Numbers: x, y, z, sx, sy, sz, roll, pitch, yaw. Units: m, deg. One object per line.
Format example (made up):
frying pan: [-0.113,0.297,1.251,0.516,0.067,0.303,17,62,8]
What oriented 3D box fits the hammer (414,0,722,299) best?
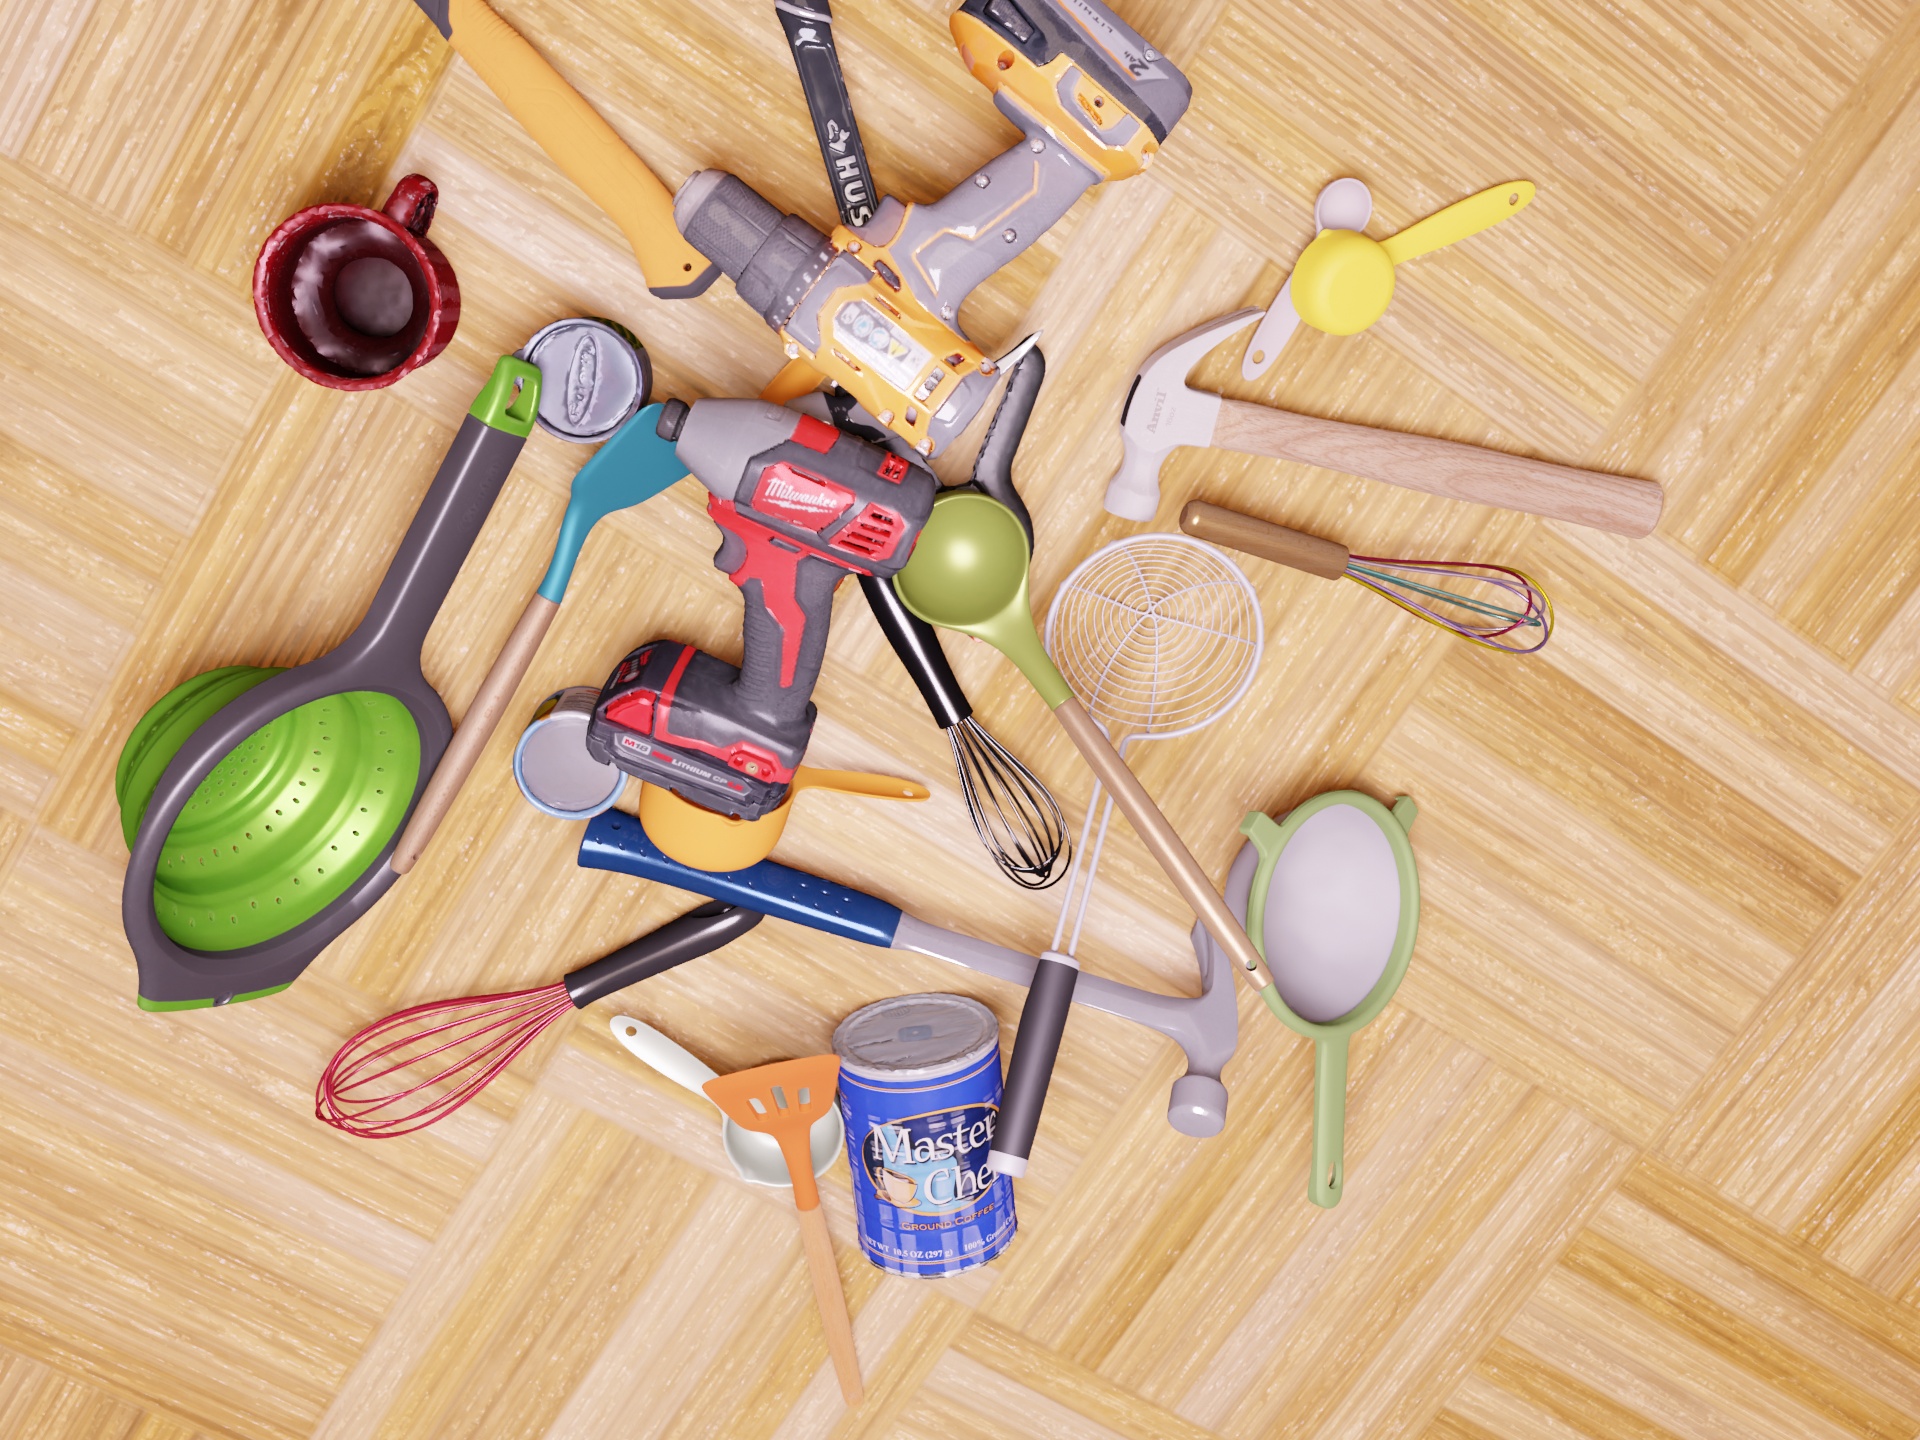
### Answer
hammer: [-0.244,-0.363,0.836,0.127,0.034,0.336,-41,105,7]

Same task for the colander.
colander: [-0.349,-0.033,0.863,0.094,0.204,0.397,33,100,20]

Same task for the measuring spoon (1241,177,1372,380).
measuring spoon: [0.194,-0.253,0.916,0.034,0.018,0.124,21,109,-24]

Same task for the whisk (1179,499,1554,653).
whisk: [0.242,-0.090,0.933,0.245,0.051,0.047,15,106,-13]

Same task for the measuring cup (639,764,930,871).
measuring cup: [-0.104,0.052,0.941,0.173,0.095,0.052,7,125,-23]

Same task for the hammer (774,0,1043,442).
hammer: [-0.072,-0.354,0.838,0.149,0.036,0.409,-16,101,-4]

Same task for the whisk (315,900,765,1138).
whisk: [-0.253,0.174,0.966,0.296,0.073,0.073,-25,106,-4]

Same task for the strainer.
strainer: [0.210,0.168,0.981,0.151,0.069,0.256,-3,96,-36]

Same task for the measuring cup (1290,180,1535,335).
measuring cup: [0.263,-0.267,0.902,0.156,0.029,0.062,-26,124,-2]

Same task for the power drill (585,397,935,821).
power drill: [-0.116,-0.064,0.841,0.143,0.079,0.219,23,122,-8]

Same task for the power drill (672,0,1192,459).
power drill: [-0.017,-0.273,0.804,0.185,0.084,0.226,37,97,-10]

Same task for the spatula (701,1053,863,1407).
spatula: [-0.091,0.326,0.996,0.081,0.041,0.322,-11,119,-5]

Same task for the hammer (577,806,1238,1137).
hammer: [-0.027,0.124,0.956,0.405,0.144,0.035,18,139,-1]

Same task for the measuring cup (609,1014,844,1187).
measuring cup: [-0.147,0.227,1.000,0.167,0.038,0.083,36,99,-11]

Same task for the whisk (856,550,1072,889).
whisk: [0.000,-0.004,0.948,0.055,0.055,0.239,-28,101,3]

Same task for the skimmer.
skimmer: [0.077,0.074,0.893,0.127,0.090,0.363,18,74,-5]

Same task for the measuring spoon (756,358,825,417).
measuring spoon: [-0.079,-0.208,0.905,0.117,0.011,0.021,-44,105,10]

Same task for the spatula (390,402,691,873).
spatula: [-0.239,-0.042,0.901,0.044,0.082,0.317,34,98,22]

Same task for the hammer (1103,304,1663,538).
hammer: [0.257,-0.156,0.932,0.331,0.031,0.130,9,111,-9]

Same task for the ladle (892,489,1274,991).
ladle: [0.070,0.012,0.859,0.078,0.062,0.320,-36,83,6]
